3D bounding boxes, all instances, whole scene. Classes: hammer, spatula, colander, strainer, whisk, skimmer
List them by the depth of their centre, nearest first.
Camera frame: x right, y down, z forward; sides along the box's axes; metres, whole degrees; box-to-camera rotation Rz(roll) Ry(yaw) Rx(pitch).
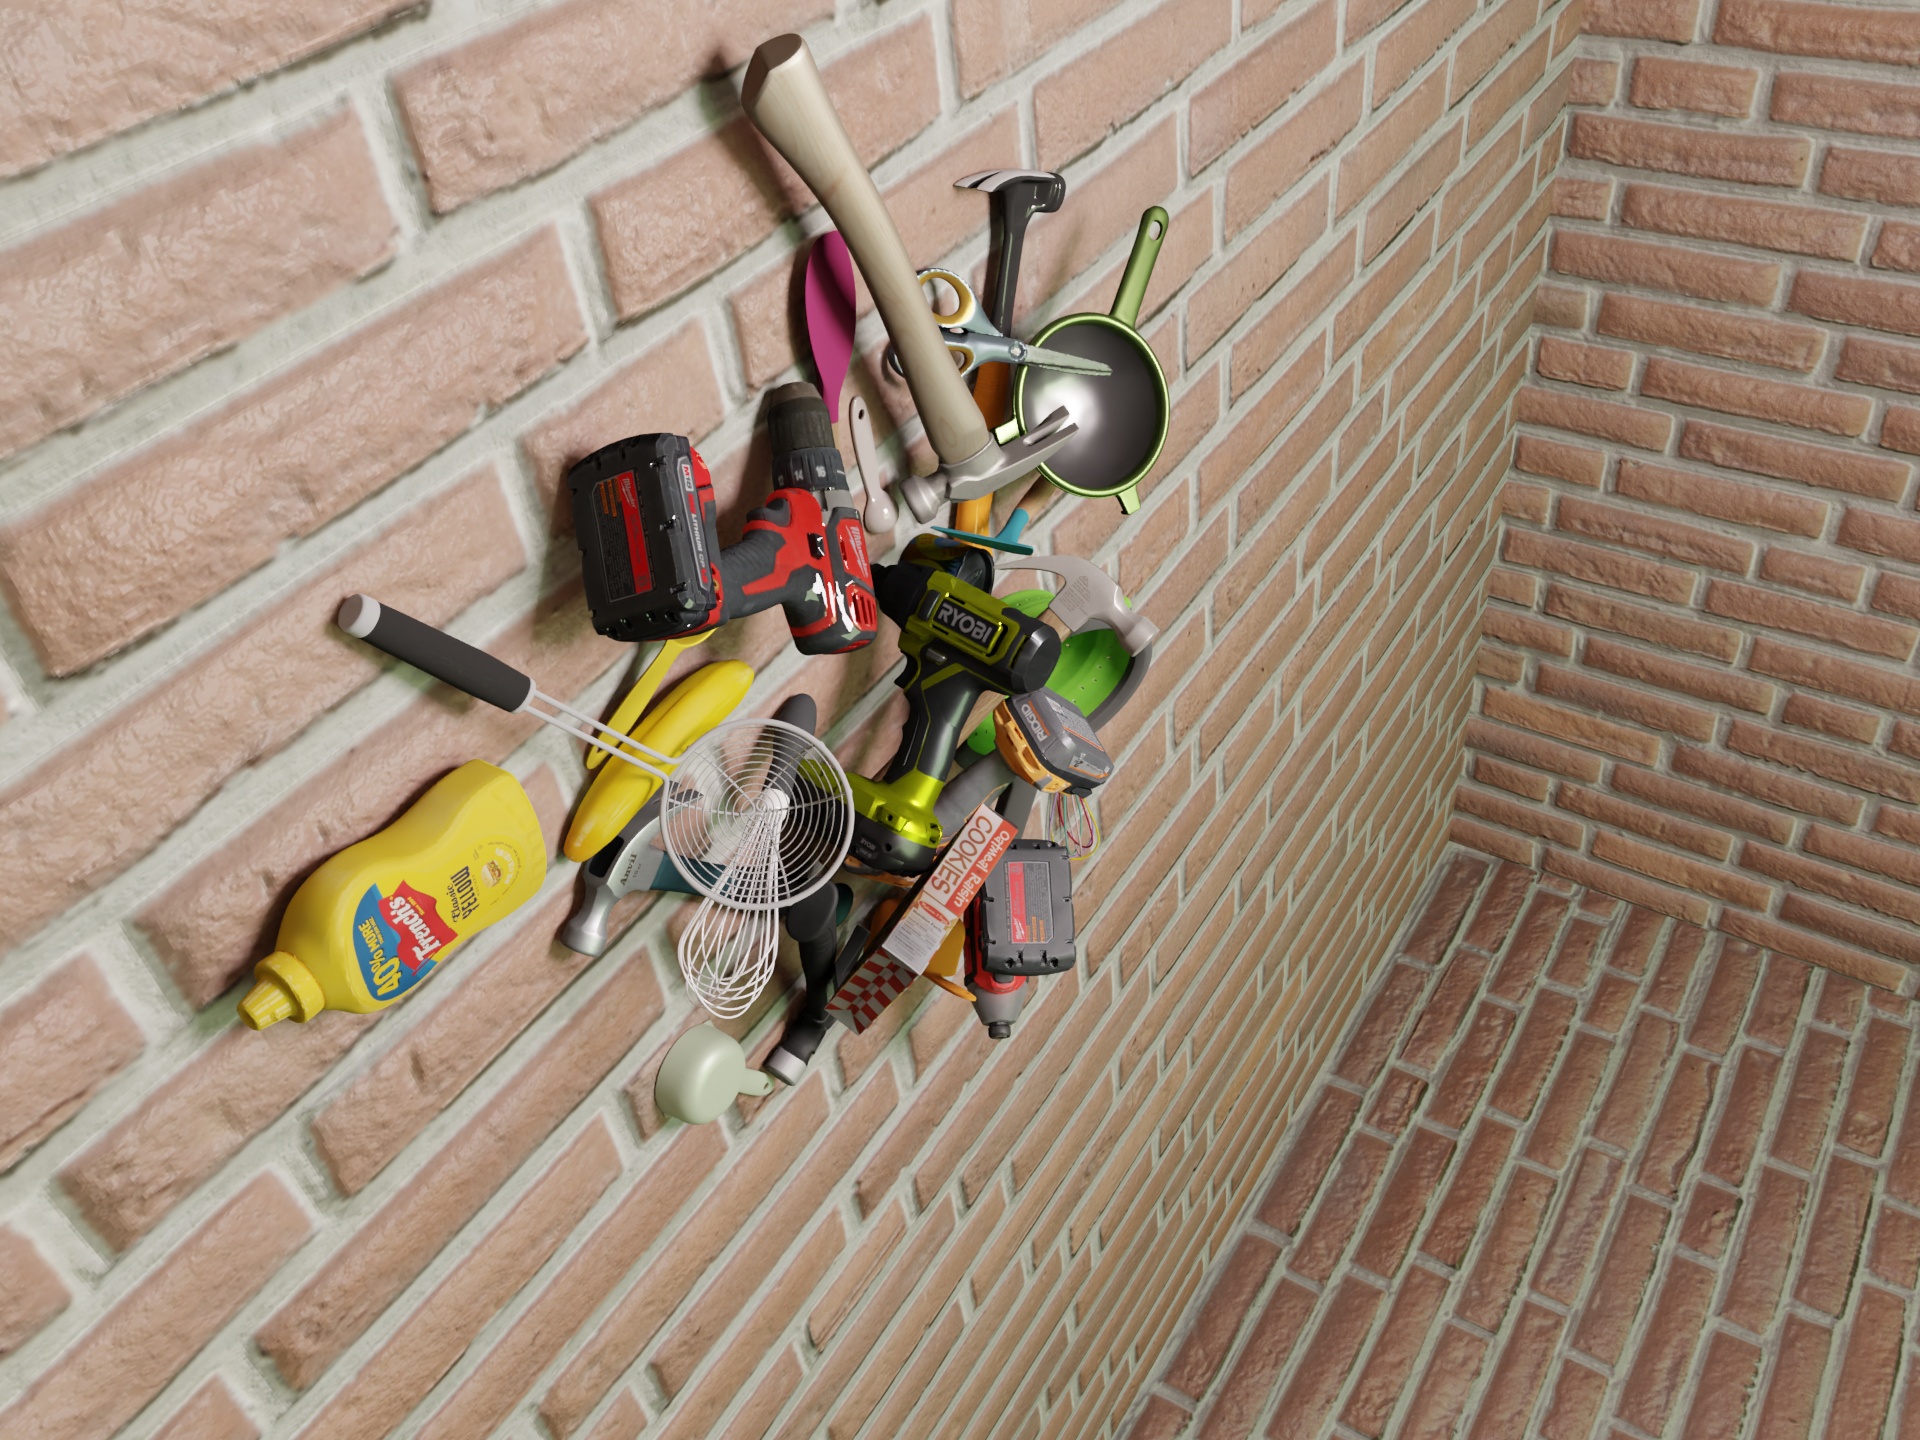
[{"bbox_3d":[-0.204,0.016,0.957,0.362,0.090,0.127,34,83,-51],"label":"skimmer"},{"bbox_3d":[-0.034,-0.294,1.091,0.146,0.038,0.410,-28,145,3],"label":"hammer"},{"bbox_3d":[-0.142,0.087,1.143,0.070,0.070,0.285,77,18,-46],"label":"whisk"},{"bbox_3d":[-0.173,0.127,1.216,0.330,0.033,0.128,26,86,-63],"label":"hammer"},{"bbox_3d":[-0.108,0.189,1.254,0.146,0.035,0.334,-55,169,-22],"label":"hammer"},{"bbox_3d":[-0.002,-0.004,1.289,0.331,0.130,0.031,-44,174,8],"label":"hammer"},{"bbox_3d":[0.023,-0.277,1.307,0.127,0.034,0.336,-27,130,-54],"label":"hammer"},{"bbox_3d":[0.113,-0.308,1.331,0.151,0.069,0.256,23,81,-27],"label":"strainer"},{"bbox_3d":[0.061,-0.191,1.343,0.318,0.082,0.044,-56,154,-57],"label":"spatula"},{"bbox_3d":[0.049,0.000,1.484,0.204,0.095,0.396,-19,148,-24],"label":"colander"},{"bbox_3d":[0.117,0.056,1.690,0.051,0.047,0.244,-44,140,-38],"label":"whisk"}]

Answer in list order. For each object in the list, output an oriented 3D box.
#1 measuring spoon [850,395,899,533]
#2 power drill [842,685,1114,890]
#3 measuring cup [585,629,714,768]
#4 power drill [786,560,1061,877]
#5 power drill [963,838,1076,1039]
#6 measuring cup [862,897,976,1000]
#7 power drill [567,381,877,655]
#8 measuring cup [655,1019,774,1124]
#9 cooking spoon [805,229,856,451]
[{"bbox_3d":[-0.065,-0.194,1.218,0.034,0.018,0.124,-50,146,-34],"label":"measuring spoon"},{"bbox_3d":[0.020,0.073,1.391,0.226,0.084,0.185,-36,155,14],"label":"power drill"},{"bbox_3d":[-0.211,-0.039,1.057,0.156,0.029,0.062,-56,153,-2],"label":"measuring cup"},{"bbox_3d":[-0.043,-0.006,1.239,0.223,0.171,0.080,-62,154,3],"label":"power drill"},{"bbox_3d":[0.043,0.197,1.419,0.219,0.078,0.143,109,-19,-67],"label":"power drill"},{"bbox_3d":[-0.021,0.200,1.407,0.095,0.174,0.052,14,92,-26],"label":"measuring cup"},{"bbox_3d":[-0.141,-0.135,1.022,0.226,0.080,0.188,-5,84,-58],"label":"power drill"},{"bbox_3d":[-0.184,0.296,1.297,0.167,0.038,0.083,37,75,-59],"label":"measuring cup"},{"bbox_3d":[-0.097,-0.194,1.160,0.069,0.017,0.318,-46,145,-52],"label":"cooking spoon"}]
